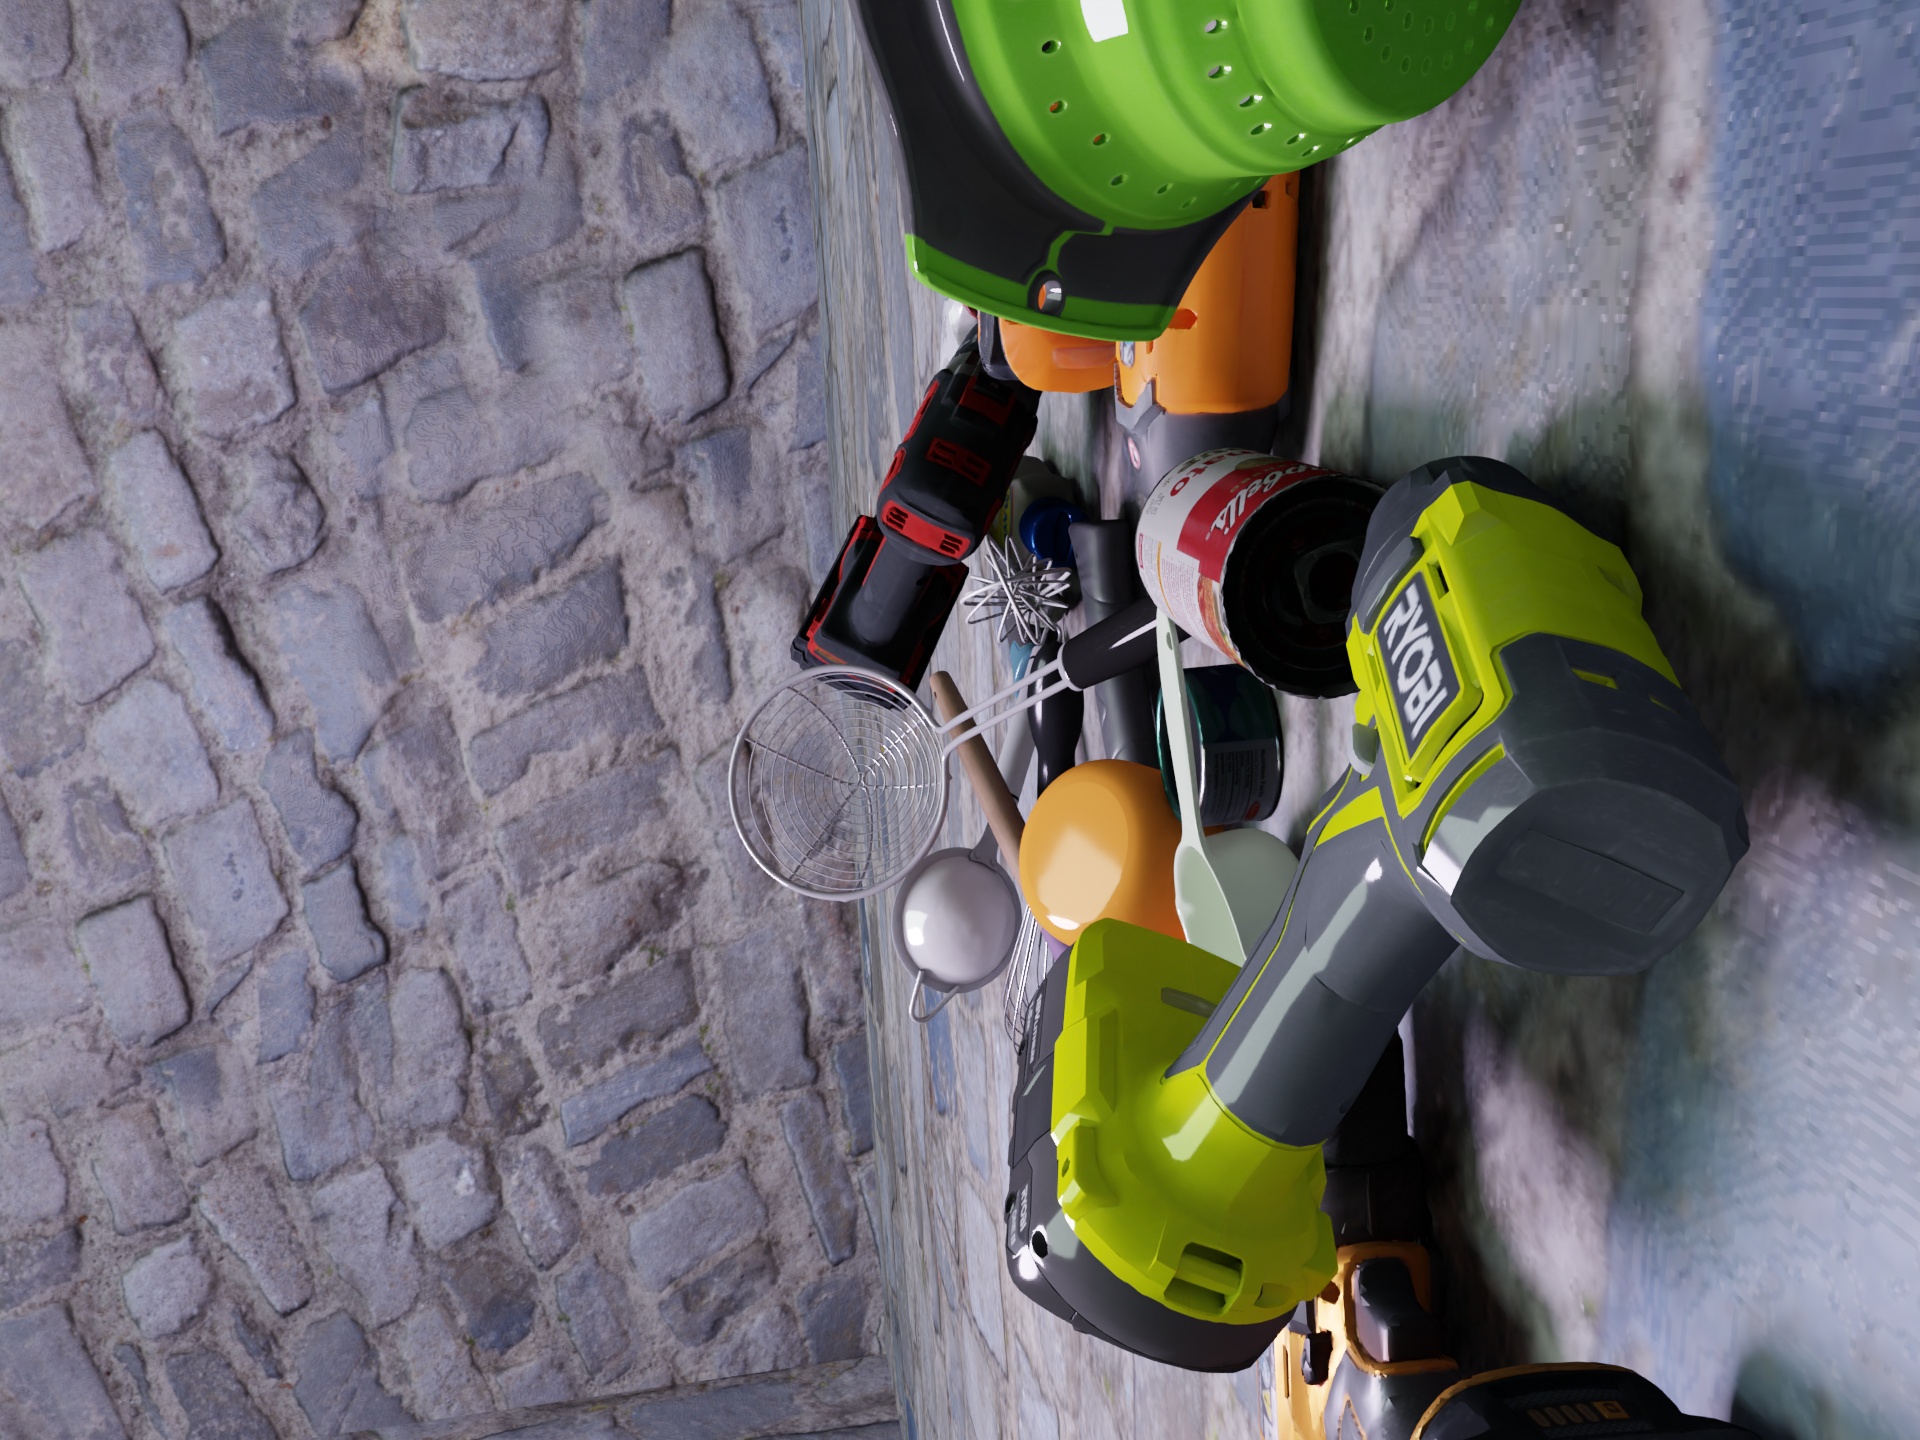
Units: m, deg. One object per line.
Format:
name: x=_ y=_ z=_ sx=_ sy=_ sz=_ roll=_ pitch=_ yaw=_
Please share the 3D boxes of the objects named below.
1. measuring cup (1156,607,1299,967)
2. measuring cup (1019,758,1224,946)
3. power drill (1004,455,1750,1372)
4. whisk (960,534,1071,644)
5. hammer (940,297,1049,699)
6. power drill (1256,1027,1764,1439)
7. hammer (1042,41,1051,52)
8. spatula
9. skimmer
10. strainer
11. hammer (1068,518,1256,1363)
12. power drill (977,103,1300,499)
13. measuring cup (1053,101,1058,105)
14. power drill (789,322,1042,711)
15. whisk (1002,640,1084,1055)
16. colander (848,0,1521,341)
measuring cup: x=0.103 y=0.035 z=0.596 sx=0.083 sy=0.038 sz=0.167 roll=-140 pitch=38 yaw=-76
measuring cup: x=0.084 y=0.087 z=0.674 sx=0.095 sy=0.052 sz=0.174 roll=-52 pitch=43 yaw=21
power drill: x=0.093 y=0.046 z=0.412 sx=0.171 sy=0.080 sz=0.223 roll=-82 pitch=16 yaw=-56
whisk: x=0.038 y=-0.067 z=0.867 sx=0.059 sy=0.058 sz=0.246 roll=65 pitch=-173 yaw=2
hammer: x=0.024 y=-0.161 z=1.089 sx=0.128 sy=0.033 sz=0.331 roll=101 pitch=162 yaw=-58
power drill: x=0.132 y=0.184 z=0.438 sx=0.226 sy=0.084 sz=0.185 roll=-148 pitch=55 yaw=-85
hammer: x=0.056 y=-0.327 z=0.713 sx=0.337 sy=0.034 sz=0.127 roll=-134 pitch=60 yaw=-70
spatula: x=0.039 y=0.085 z=0.819 sx=0.059 sy=0.018 sz=0.316 roll=94 pitch=158 yaw=-46
skimmer: x=-0.001 y=-0.002 z=0.749 sx=0.363 sy=0.090 sz=0.127 roll=-29 pitch=75 yaw=56
strainer: x=0.022 y=0.056 z=0.947 sx=0.050 sy=0.086 sz=0.258 roll=-16 pitch=52 yaw=58
hammer: x=0.095 y=0.088 z=0.765 sx=0.149 sy=0.036 sz=0.409 roll=107 pitch=157 yaw=-70
power drill: x=0.068 y=-0.166 z=0.647 sx=0.227 sy=0.084 sz=0.164 roll=-122 pitch=27 yaw=-63
measuring cup: x=0.037 y=-0.375 z=0.885 sx=0.062 sy=0.029 sz=0.157 roll=101 pitch=163 yaw=-60
power drill: x=-0.012 y=-0.127 z=0.898 sx=0.188 sy=0.080 sz=0.226 roll=-67 pitch=6 yaw=-33
whisk: x=0.055 y=0.082 z=0.887 sx=0.070 sy=0.070 sz=0.284 roll=-109 pitch=14 yaw=-58
colander: x=0.094 y=-0.279 z=0.354 sx=0.095 sy=0.204 sz=0.397 roll=26 pitch=109 yaw=40
